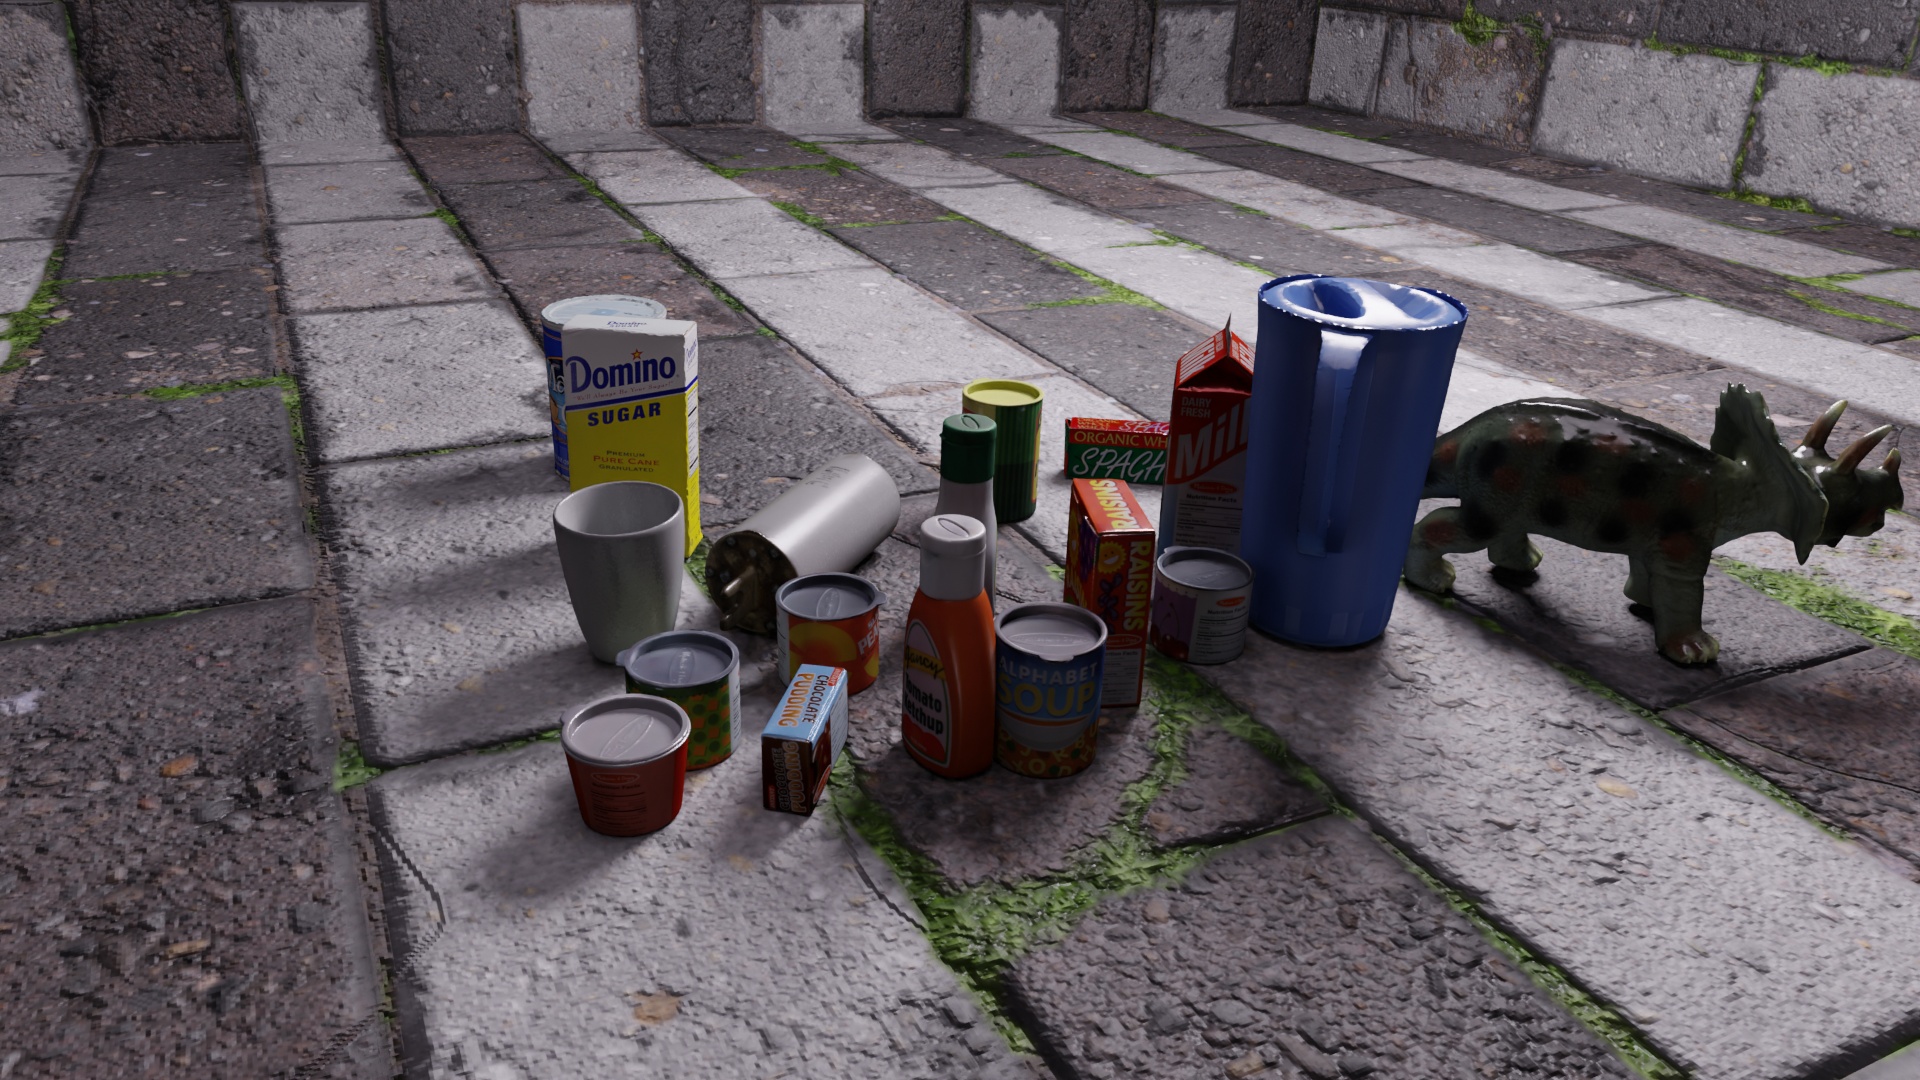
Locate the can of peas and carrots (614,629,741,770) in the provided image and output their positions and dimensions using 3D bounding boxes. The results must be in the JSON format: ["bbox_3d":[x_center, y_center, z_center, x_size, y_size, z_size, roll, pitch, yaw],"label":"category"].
[{"bbox_3d":[-0.165,0.093,0.814,0.071,0.058,0.071,2,25,-1],"label":"can of peas and carrots"}]

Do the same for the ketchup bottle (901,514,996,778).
[{"bbox_3d":[-0.006,0.059,0.795,0.044,0.148,0.065,-15,29,-33],"label":"ketchup bottle"}]

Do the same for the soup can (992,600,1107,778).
[{"bbox_3d":[0.050,0.088,0.813,0.071,0.083,0.071,2,25,-1],"label":"soup can"}]

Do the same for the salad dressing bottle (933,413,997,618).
[{"bbox_3d":[0.003,-0.012,0.951,0.044,0.147,0.064,-5,25,-14],"label":"salad dressing bottle"}]

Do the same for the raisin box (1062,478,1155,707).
[{"bbox_3d":[0.092,0.032,0.891,0.040,0.122,0.086,-1,25,-7],"label":"raisin box"}]

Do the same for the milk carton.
[{"bbox_3d":[0.192,-0.072,1.045,0.073,0.189,0.073,6,25,7],"label":"milk carton"}]

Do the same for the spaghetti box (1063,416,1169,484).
[{"bbox_3d":[0.215,-0.074,1.219,0.250,0.050,0.029,4,24,4],"label":"spaghetti box"}]

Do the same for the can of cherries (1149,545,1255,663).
[{"bbox_3d":[0.164,0.043,0.951,0.071,0.058,0.072,2,25,-1],"label":"can of cherries"}]

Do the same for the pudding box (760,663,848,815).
[{"bbox_3d":[-0.088,0.111,0.792,0.030,0.049,0.084,6,25,8],"label":"pudding box"}]

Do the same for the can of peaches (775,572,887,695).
[{"bbox_3d":[-0.083,0.061,0.893,0.071,0.057,0.071,2,25,-1],"label":"can of peaches"}]

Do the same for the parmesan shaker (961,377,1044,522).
[{"bbox_3d":[0.032,-0.075,1.142,0.071,0.102,0.071,2,24,-1],"label":"parmesan shaker"}]

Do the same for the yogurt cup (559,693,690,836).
[{"bbox_3d":[-0.180,0.123,0.754,0.072,0.053,0.073,2,25,-1],"label":"yogurt cup"}]
